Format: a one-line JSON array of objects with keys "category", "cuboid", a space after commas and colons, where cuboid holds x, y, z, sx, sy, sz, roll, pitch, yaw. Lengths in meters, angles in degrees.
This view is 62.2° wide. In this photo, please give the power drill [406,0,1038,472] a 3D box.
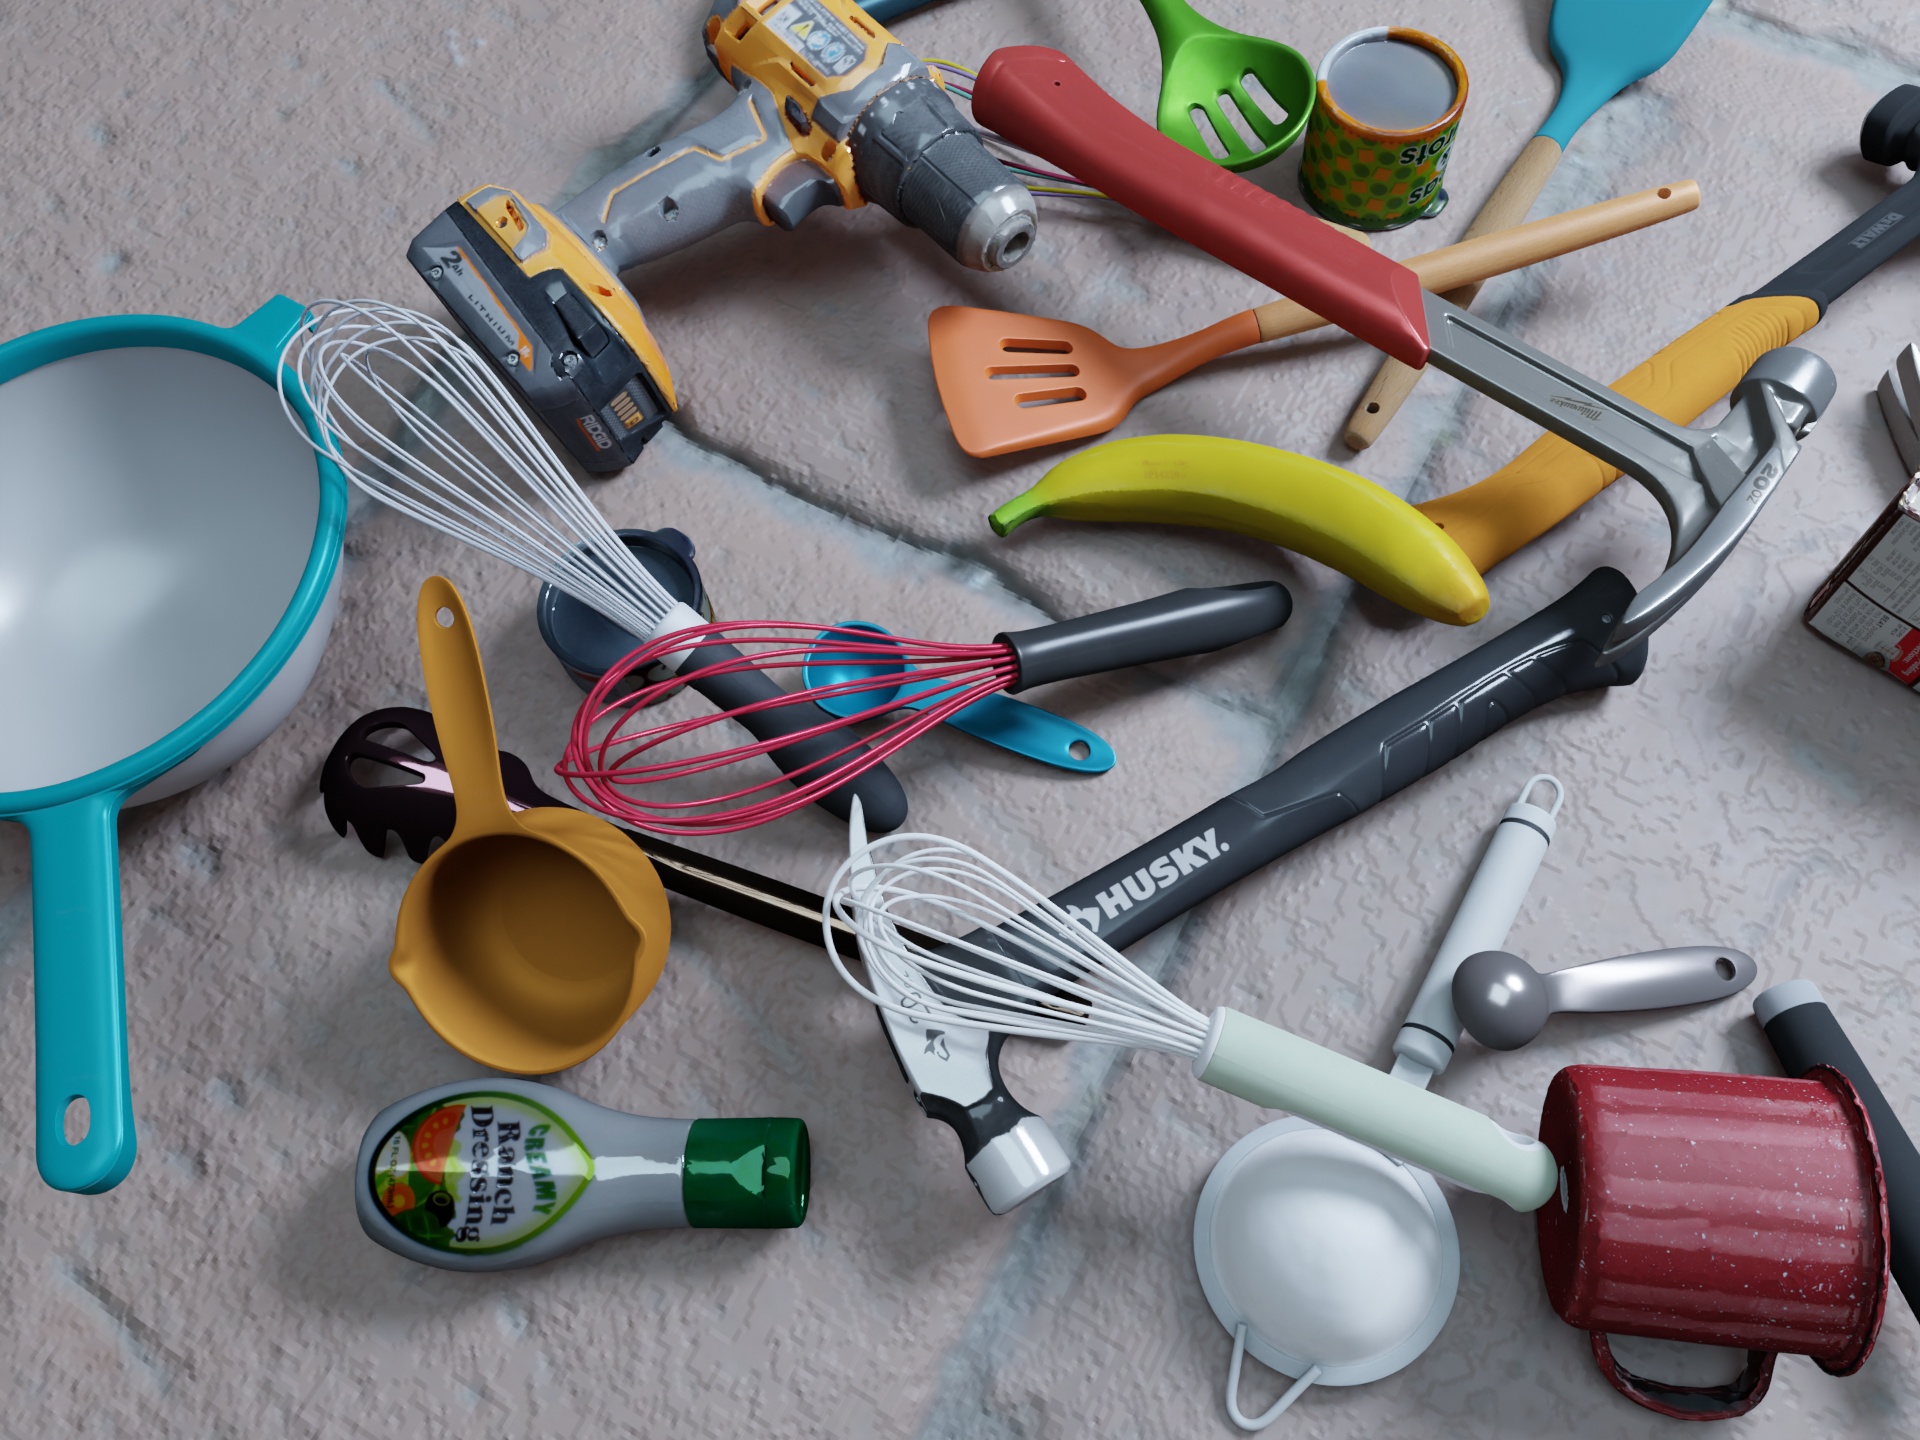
[{"category": "power drill", "cuboid": [-0.095, -0.206, 0.677, 0.226, 0.084, 0.185, -41, 69, -6]}]

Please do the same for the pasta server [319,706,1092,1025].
[{"category": "pasta server", "cuboid": [-0.102, 0.059, 0.598, 0.316, 0.040, 0.060, 19, 67, 8]}]

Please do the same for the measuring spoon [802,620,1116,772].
[{"category": "measuring spoon", "cuboid": [-0.001, -0.002, 0.628, 0.128, 0.021, 0.042, 20, 68, 2]}]

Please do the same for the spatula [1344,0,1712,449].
[{"category": "spatula", "cuboid": [0.249, -0.246, 0.707, 0.082, 0.044, 0.317, 27, 70, 22]}]

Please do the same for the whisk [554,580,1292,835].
[{"category": "whisk", "cuboid": [-0.001, -0.017, 0.575, 0.295, 0.073, 0.073, -14, 63, -25]}]

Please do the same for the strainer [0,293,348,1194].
[{"category": "strainer", "cuboid": [-0.310, 0.010, 0.597, 0.211, 0.095, 0.341, -15, 67, -1]}]

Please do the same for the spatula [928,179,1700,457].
[{"category": "spatula", "cuboid": [0.148, -0.178, 0.669, 0.322, 0.041, 0.081, -16, 64, 7]}]

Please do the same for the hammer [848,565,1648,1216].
[{"category": "hammer", "cuboid": [0.114, 0.028, 0.580, 0.335, 0.035, 0.146, -28, 71, -14]}]

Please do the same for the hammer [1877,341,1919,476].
[{"category": "hammer", "cuboid": [0.495, -0.202, 0.678, 0.130, 0.031, 0.331, 27, 69, 15]}]

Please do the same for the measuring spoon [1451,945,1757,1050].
[{"category": "measuring spoon", "cuboid": [0.227, 0.090, 0.548, 0.124, 0.018, 0.034, -4, 69, -17]}]

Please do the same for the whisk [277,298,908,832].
[{"category": "whisk", "cuboid": [-0.130, -0.052, 0.590, 0.284, 0.070, 0.070, 41, 72, -8]}]

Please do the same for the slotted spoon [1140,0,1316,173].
[{"category": "slotted spoon", "cuboid": [0.079, -0.367, 0.750, 0.070, 0.031, 0.314, -29, 65, 11]}]

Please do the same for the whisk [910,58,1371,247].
[{"category": "whisk", "cuboid": [0.068, -0.251, 0.723, 0.245, 0.051, 0.047, 21, 62, 10]}]

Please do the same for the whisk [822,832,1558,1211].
[{"category": "whisk", "cuboid": [0.071, 0.100, 0.505, 0.246, 0.058, 0.059, 22, 94, 4]}]

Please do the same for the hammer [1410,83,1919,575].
[{"category": "hammer", "cuboid": [0.319, -0.149, 0.645, 0.337, 0.034, 0.127, -35, 44, -8]}]

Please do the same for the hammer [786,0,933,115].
[{"category": "hammer", "cuboid": [0.038, -0.392, 0.795, 0.331, 0.033, 0.128, -24, 67, -8]}]

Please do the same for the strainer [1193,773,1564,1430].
[{"category": "strainer", "cuboid": [0.155, 0.119, 0.546, 0.087, 0.050, 0.258, 26, 66, 18]}]

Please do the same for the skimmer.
[{"category": "skimmer", "cuboid": [0.327, 0.256, 0.476, 0.127, 0.090, 0.364, -14, 55, 0]}]

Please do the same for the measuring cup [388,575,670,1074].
[{"category": "measuring cup", "cuboid": [-0.154, 0.033, 0.557, 0.095, 0.052, 0.173, -9, 97, 11]}]

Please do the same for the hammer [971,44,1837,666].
[{"category": "hammer", "cuboid": [0.142, -0.168, 0.623, 0.359, 0.036, 0.149, 36, 68, 20]}]
